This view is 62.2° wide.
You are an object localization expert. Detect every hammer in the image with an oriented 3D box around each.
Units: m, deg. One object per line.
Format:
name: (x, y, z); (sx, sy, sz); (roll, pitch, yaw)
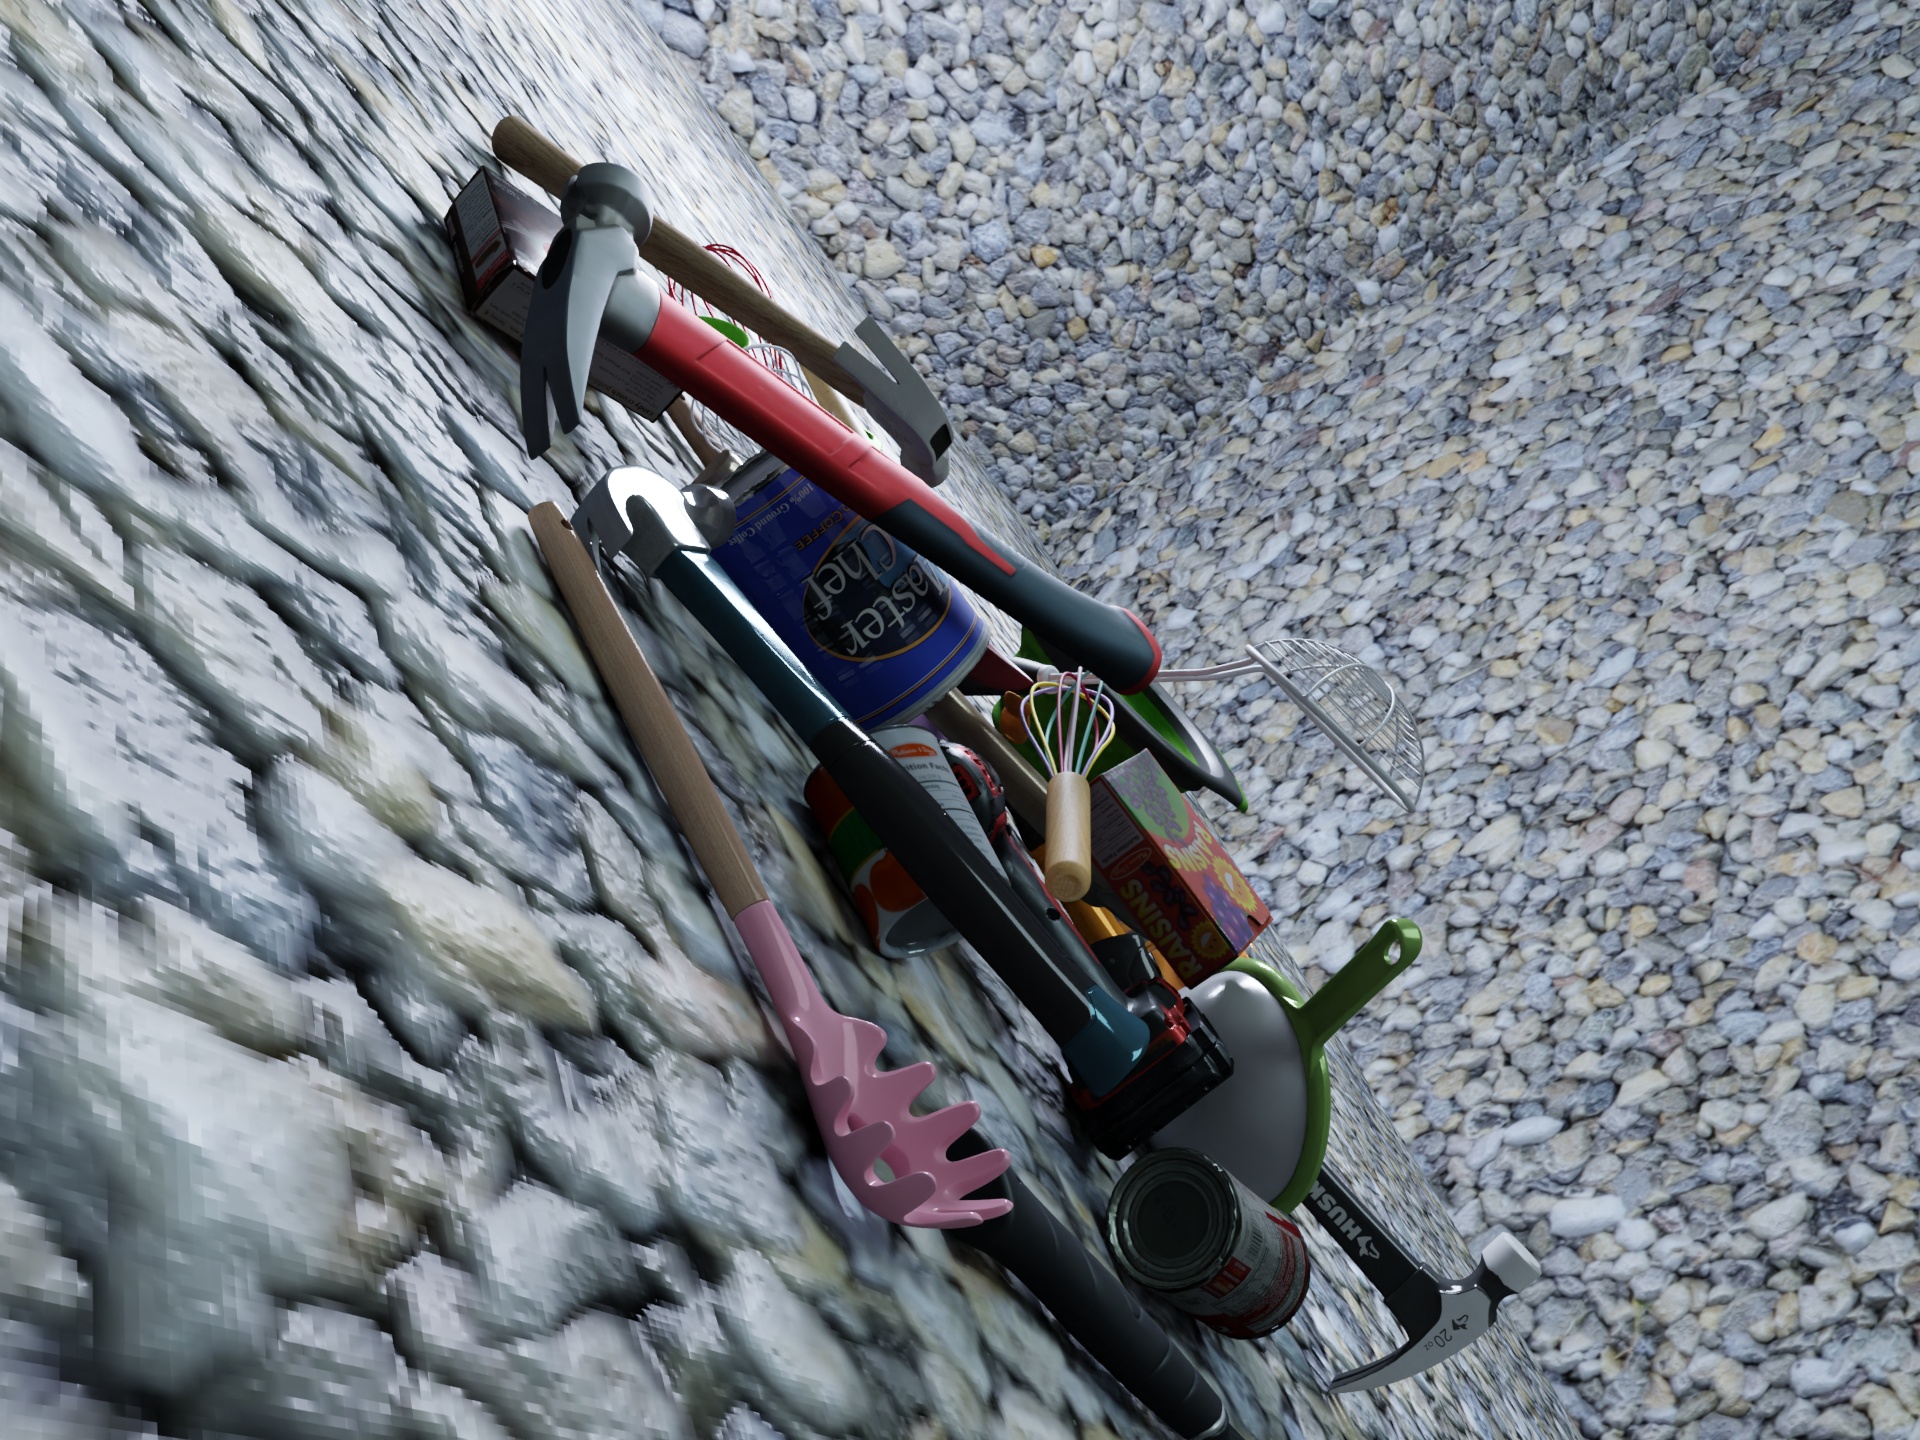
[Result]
hammer: (0.064, 0.097, 1.134); (0.337, 0.034, 0.127); (57, 10, 3)
hammer: (-0.002, -0.003, 0.946); (0.410, 0.038, 0.146); (45, -8, -23)
hammer: (0.111, 0.298, 0.667); (0.408, 0.036, 0.149); (51, 9, -27)
hammer: (-0.043, 0.015, 0.645); (0.331, 0.033, 0.128); (48, 18, 15)
hammer: (-0.142, -0.255, 0.930); (0.331, 0.031, 0.130); (36, -8, 8)
hammer: (-0.032, -0.091, 0.741); (0.385, 0.038, 0.143); (31, 46, -38)
hammer: (0.194, 0.268, 1.020); (0.335, 0.146, 0.035); (47, 9, 19)

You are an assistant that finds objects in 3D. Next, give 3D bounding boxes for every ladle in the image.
ladle: (-0.040, -0.129, 0.967); (0.069, 0.031, 0.316); (36, 20, -54)

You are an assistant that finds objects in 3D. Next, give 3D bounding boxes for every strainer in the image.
strainer: (0.159, 0.181, 0.875); (0.069, 0.256, 0.152); (3, 52, -23)

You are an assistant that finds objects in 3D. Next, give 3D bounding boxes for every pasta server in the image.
pasta server: (-0.080, 0.040, 0.559); (0.316, 0.040, 0.060); (59, 20, 21)

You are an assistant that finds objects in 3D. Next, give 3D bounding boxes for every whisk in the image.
whisk: (-0.094, -0.149, 0.988); (0.070, 0.070, 0.284); (60, 4, 24)
whisk: (-0.136, -0.224, 1.148); (0.296, 0.073, 0.073); (64, 10, 11)
whisk: (0.060, 0.027, 0.818); (0.047, 0.051, 0.245); (51, 17, -15)

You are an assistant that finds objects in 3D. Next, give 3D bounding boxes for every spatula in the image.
spatula: (-0.088, -0.077, 0.985); (0.315, 0.018, 0.060); (54, 26, -16)

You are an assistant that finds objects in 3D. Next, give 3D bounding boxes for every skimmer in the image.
skimmer: (0.099, 0.001, 0.955); (0.127, 0.363, 0.090); (36, 61, -49)

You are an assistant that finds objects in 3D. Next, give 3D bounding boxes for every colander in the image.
colander: (0.032, -0.049, 1.111); (0.396, 0.094, 0.205); (41, 14, -18)

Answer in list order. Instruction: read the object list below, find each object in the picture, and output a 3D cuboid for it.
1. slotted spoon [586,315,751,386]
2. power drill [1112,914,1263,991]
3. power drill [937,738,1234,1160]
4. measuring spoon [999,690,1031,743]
slotted spoon: (-0.181, -0.213, 0.925); (0.070, 0.031, 0.314); (11, 17, 1)
power drill: (0.155, 0.145, 1.313); (0.226, 0.084, 0.186); (43, 14, -40)
power drill: (0.041, 0.106, 0.848); (0.227, 0.080, 0.188); (53, 2, 3)
measuring spoon: (0.032, 0.002, 0.973); (0.021, 0.011, 0.117); (34, -11, 6)
